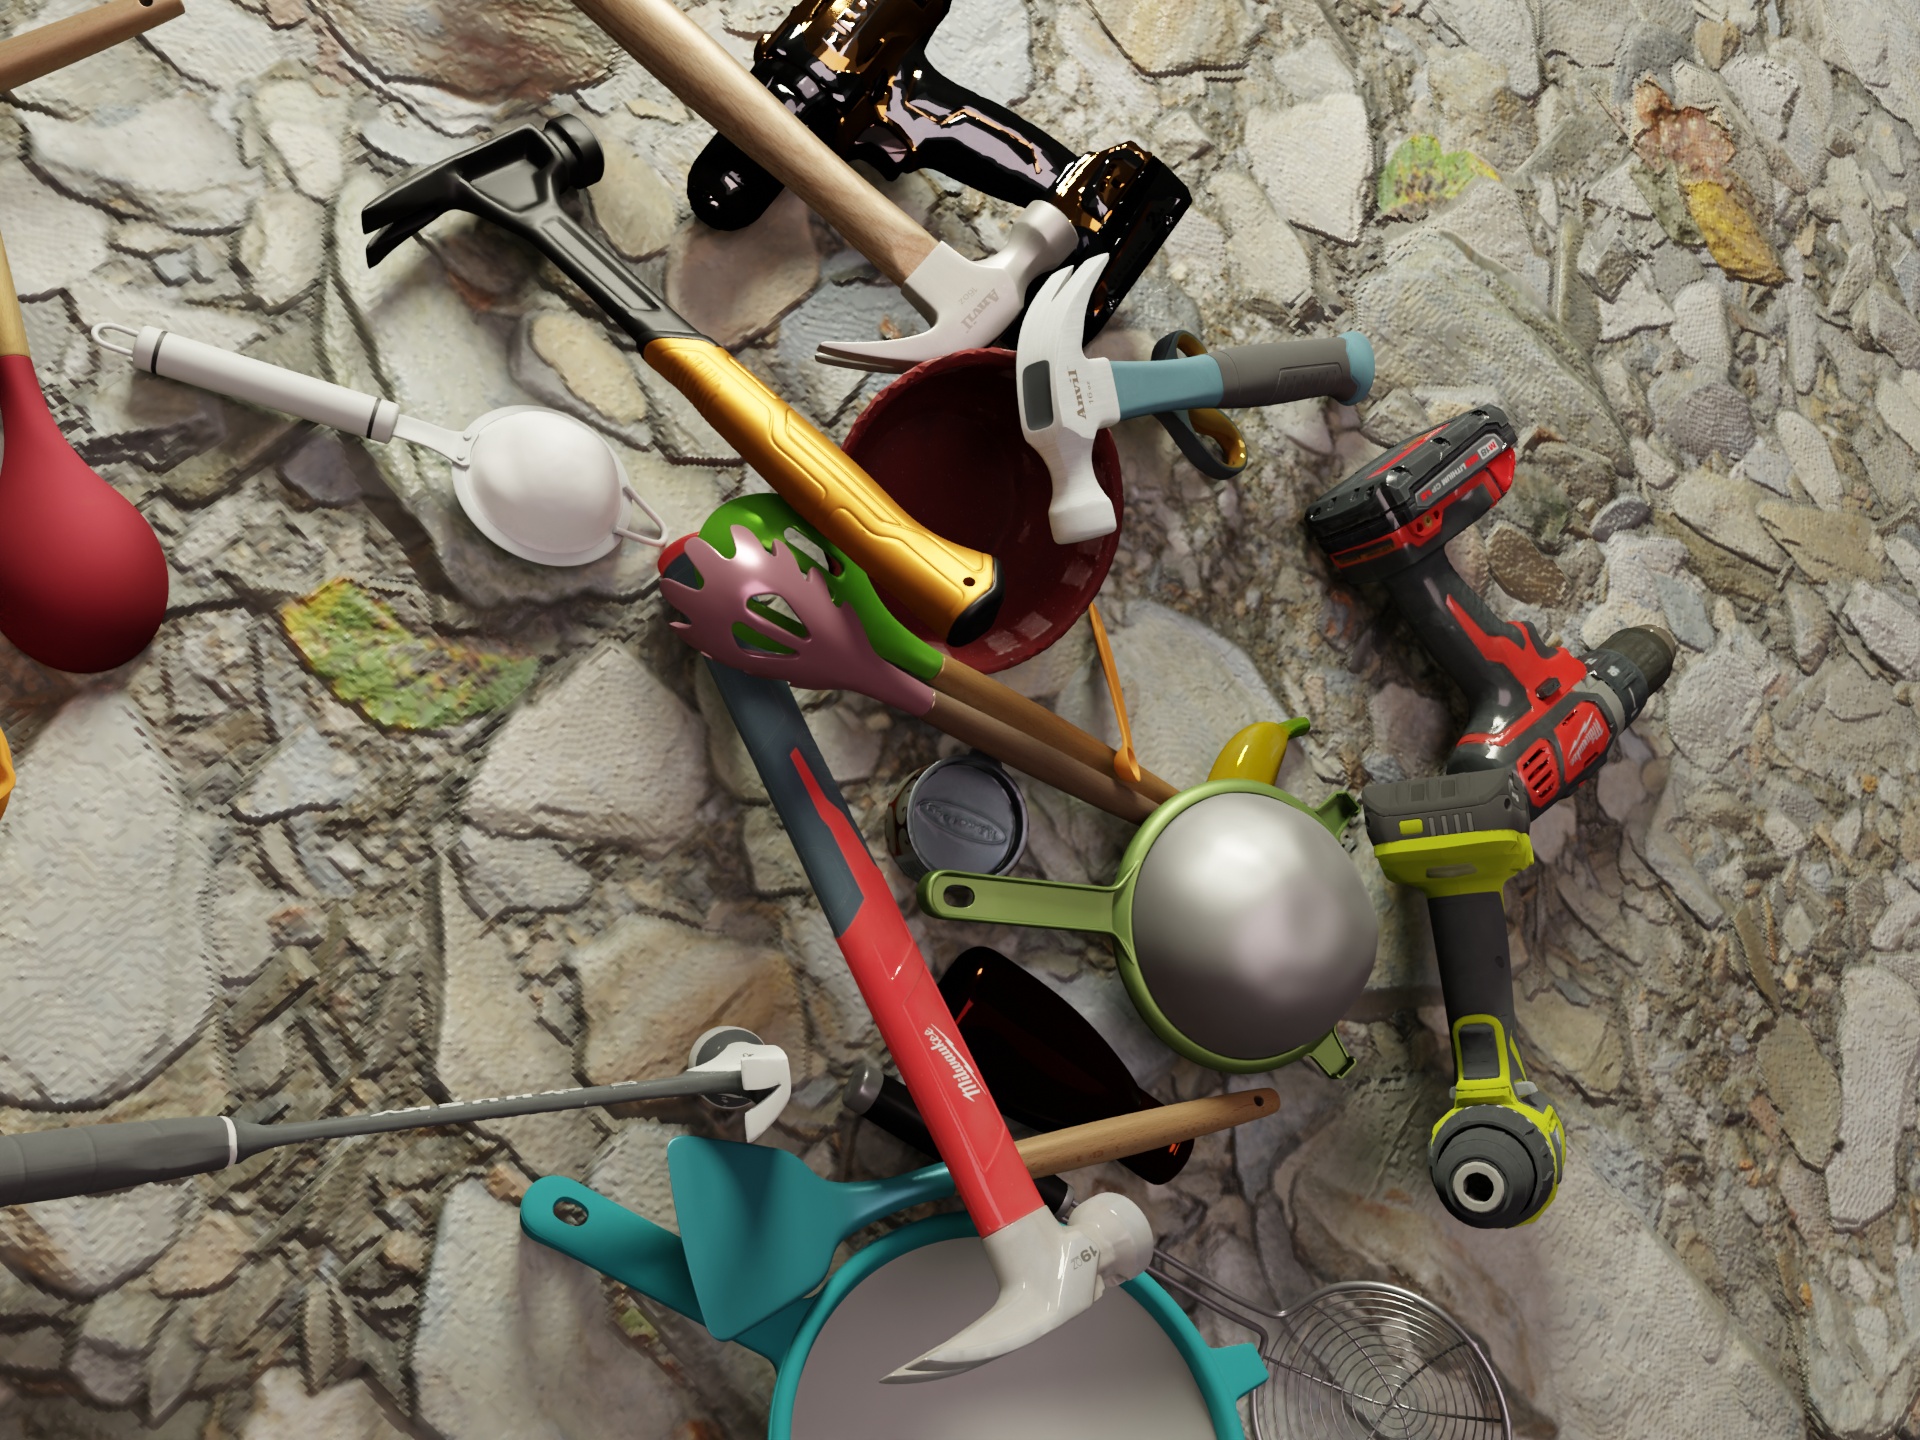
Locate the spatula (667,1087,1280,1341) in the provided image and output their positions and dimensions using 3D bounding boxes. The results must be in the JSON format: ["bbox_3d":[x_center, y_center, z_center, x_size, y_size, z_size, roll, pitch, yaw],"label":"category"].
[{"bbox_3d":[0.022,0.201,0.719,0.317,0.044,0.082,-6,64,-27],"label":"spatula"}]

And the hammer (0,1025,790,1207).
[{"bbox_3d":[-0.264,0.161,0.609,0.408,0.149,0.036,-4,84,-18],"label":"hammer"}]

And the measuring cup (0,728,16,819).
[{"bbox_3d":[-0.412,0.062,0.593,0.095,0.052,0.174,9,78,-23],"label":"measuring cup"}]

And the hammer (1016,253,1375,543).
[{"bbox_3d":[0.137,-0.178,0.839,0.331,0.033,0.128,-19,98,-49],"label":"hammer"}]

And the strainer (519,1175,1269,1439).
[{"bbox_3d":[-0.045,0.303,0.696,0.340,0.095,0.211,26,45,5],"label":"strainer"}]

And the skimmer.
[{"bbox_3d":[0.101,0.275,0.762,0.363,0.090,0.127,34,97,-13],"label":"skimmer"}]

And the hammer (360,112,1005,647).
[{"bbox_3d":[-0.115,-0.148,0.711,0.337,0.034,0.127,42,57,13],"label":"hammer"}]

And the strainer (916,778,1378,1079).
[{"bbox_3d":[0.107,0.094,0.774,0.256,0.069,0.151,8,79,-23],"label":"strainer"}]

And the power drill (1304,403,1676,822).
[{"bbox_3d":[0.327,-0.069,0.947,0.188,0.080,0.226,-34,97,-26],"label":"power drill"}]

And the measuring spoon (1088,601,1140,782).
[{"bbox_3d":[0.077,-0.016,0.832,0.021,0.011,0.117,50,24,-50],"label":"measuring spoon"}]

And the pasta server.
[{"bbox_3d":[-0.001,-0.002,0.753,0.316,0.040,0.060,27,102,-37],"label":"pasta server"}]

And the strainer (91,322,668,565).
[{"bbox_3d":[-0.251,-0.132,0.714,0.258,0.050,0.087,16,58,-18],"label":"strainer"}]

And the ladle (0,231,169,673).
[{"bbox_3d":[-0.400,-0.173,0.662,0.069,0.031,0.315,-15,84,-26],"label":"ladle"}]

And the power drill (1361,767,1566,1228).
[{"bbox_3d":[0.265,0.145,0.823,0.190,0.080,0.228,18,65,-66],"label":"power drill"}]

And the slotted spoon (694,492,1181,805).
[{"bbox_3d":[0.007,-0.017,0.780,0.313,0.031,0.070,29,84,-32],"label":"slotted spoon"}]

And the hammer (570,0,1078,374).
[{"bbox_3d":[-0.107,-0.293,0.766,0.331,0.031,0.130,41,82,-3],"label":"hammer"}]

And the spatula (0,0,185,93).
[{"bbox_3d":[-0.460,-0.227,0.633,0.316,0.018,0.060,-34,95,-19],"label":"spatula"}]

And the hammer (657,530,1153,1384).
[{"bbox_3d":[-0.055,0.084,0.693,0.143,0.038,0.386,-10,65,-47],"label":"hammer"}]

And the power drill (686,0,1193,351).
[{"bbox_3d":[-0.014,-0.280,0.831,0.226,0.084,0.185,37,74,-9],"label":"power drill"}]
